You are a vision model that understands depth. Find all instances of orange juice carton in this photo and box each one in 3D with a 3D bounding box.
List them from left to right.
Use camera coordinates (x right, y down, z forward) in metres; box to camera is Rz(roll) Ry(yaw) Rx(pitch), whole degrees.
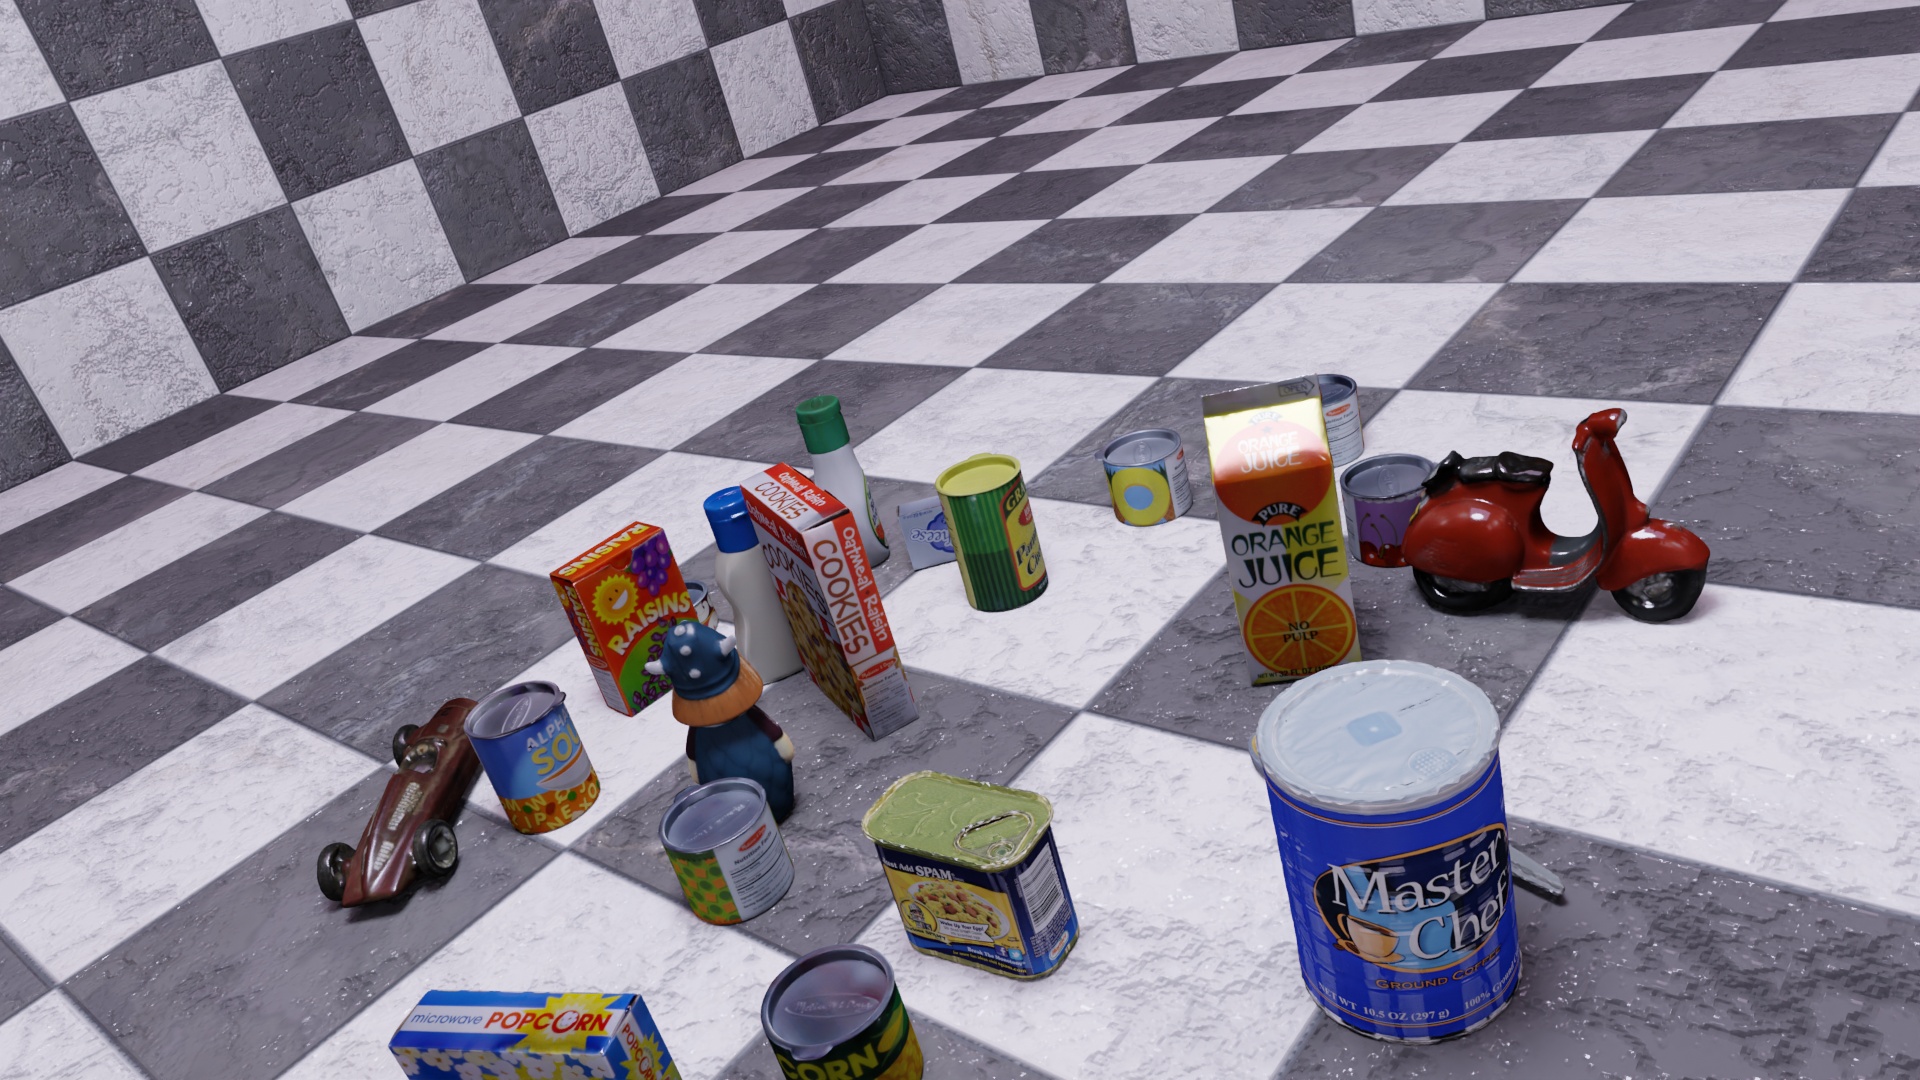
[{"bbox_3d":[0.201,-0.010,0.869,0.072,0.191,0.073,-9,27,14],"label":"orange juice carton"}]

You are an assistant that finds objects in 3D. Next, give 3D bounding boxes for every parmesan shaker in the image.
[{"bbox_3d":[0.026,-0.007,1.061,0.071,0.102,0.071,-13,26,6],"label":"parmesan shaker"}]

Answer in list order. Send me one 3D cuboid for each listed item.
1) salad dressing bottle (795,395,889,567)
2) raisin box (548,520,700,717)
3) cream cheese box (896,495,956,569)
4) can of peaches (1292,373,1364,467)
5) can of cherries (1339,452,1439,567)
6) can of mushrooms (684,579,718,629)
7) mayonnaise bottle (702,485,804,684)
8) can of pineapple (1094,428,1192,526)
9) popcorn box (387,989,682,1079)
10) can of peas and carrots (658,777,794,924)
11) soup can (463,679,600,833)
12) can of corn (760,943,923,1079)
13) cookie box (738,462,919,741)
[{"bbox_3d":[-0.099,-0.048,1.160,0.044,0.147,0.064,-16,26,0],"label":"salad dressing bottle"},{"bbox_3d":[-0.249,0.059,1.061,0.040,0.123,0.086,12,37,44],"label":"raisin box"},{"bbox_3d":[0.004,-0.014,1.144,0.104,0.053,0.024,-15,26,3],"label":"cream cheese box"},{"bbox_3d":[0.294,-0.098,1.142,0.071,0.057,0.071,-13,26,6],"label":"can of peaches"},{"bbox_3d":[0.308,-0.022,0.983,0.071,0.058,0.072,-13,26,6],"label":"can of cherries"},{"bbox_3d":[-0.237,0.064,1.146,0.071,0.033,0.071,-13,26,6],"label":"can of mushrooms"},{"bbox_3d":[-0.150,0.032,1.032,0.065,0.147,0.041,-25,27,-18],"label":"mayonnaise bottle"},{"bbox_3d":[0.150,-0.052,1.131,0.071,0.057,0.071,-13,26,6],"label":"can of pineapple"},{"bbox_3d":[-0.203,0.263,0.677,0.126,0.085,0.038,-6,28,20],"label":"popcorn box"},{"bbox_3d":[-0.140,0.184,0.828,0.071,0.058,0.071,-13,26,6],"label":"can of peas and carrots"},{"bbox_3d":[-0.290,0.148,0.953,0.071,0.083,0.071,-13,26,6],"label":"soup can"},{"bbox_3d":[-0.057,0.241,0.669,0.071,0.058,0.071,-13,26,6],"label":"can of corn"},{"bbox_3d":[-0.091,0.039,0.962,0.040,0.166,0.123,-26,27,-19],"label":"cookie box"}]
